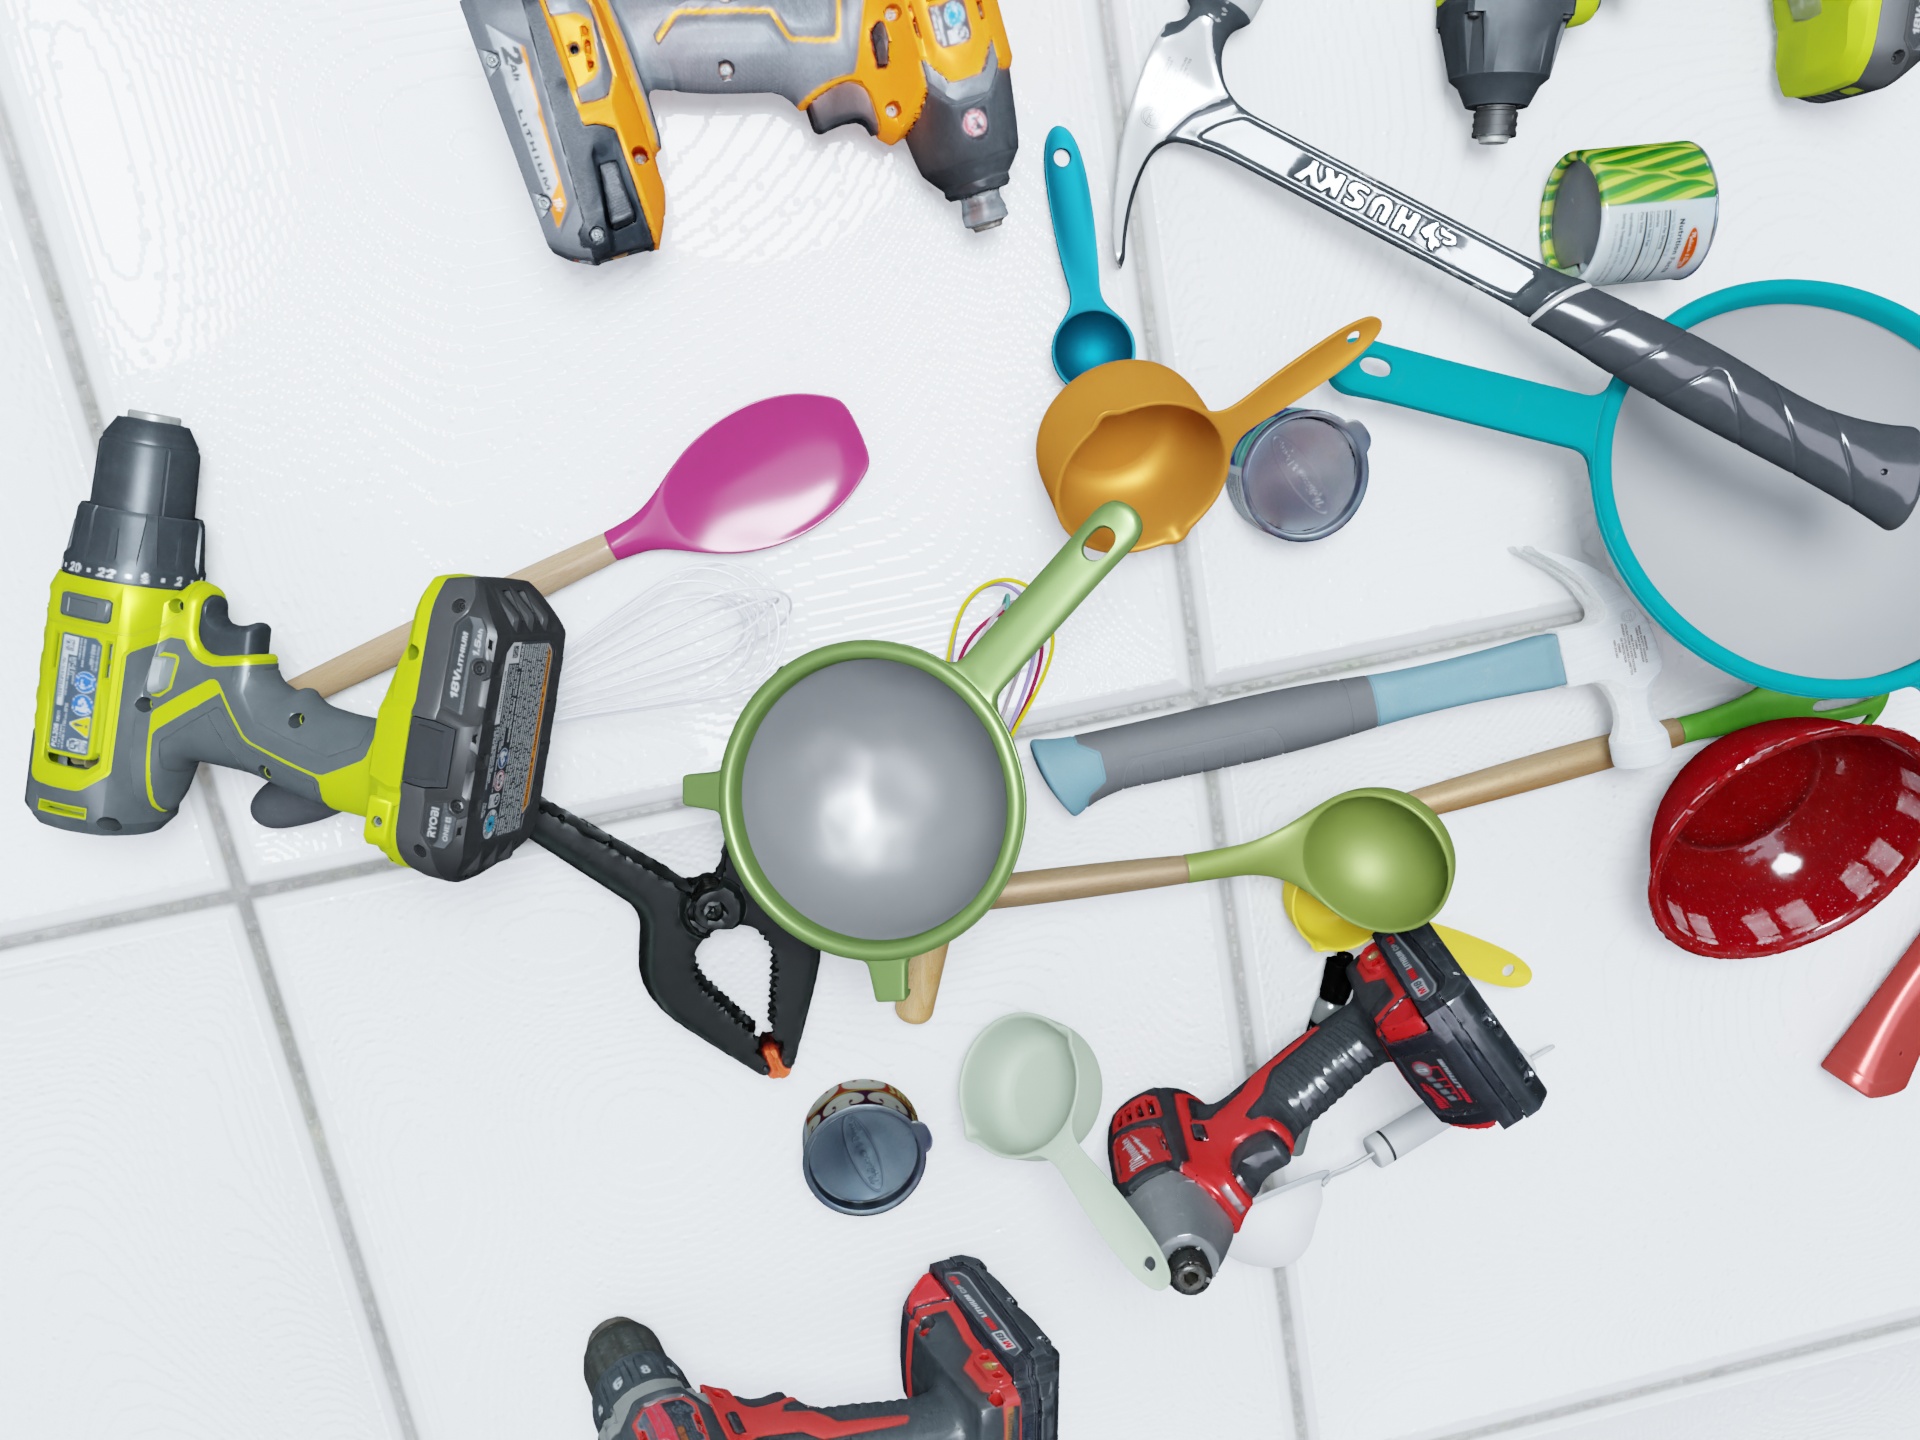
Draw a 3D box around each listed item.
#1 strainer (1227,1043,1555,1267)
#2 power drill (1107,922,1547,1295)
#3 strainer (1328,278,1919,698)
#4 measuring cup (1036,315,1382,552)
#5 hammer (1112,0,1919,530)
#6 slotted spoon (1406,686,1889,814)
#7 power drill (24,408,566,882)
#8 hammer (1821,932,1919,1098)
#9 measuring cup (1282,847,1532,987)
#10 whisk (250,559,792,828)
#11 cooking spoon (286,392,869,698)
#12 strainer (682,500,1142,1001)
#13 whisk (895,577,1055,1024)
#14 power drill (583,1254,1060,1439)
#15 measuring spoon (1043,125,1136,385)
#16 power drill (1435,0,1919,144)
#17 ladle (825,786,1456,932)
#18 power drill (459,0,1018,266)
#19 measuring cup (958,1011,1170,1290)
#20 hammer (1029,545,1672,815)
[{"bbox_3d":[0.229,0.246,0.891,0.258,0.086,0.050,-27,66,-10],"label":"strainer"},{"bbox_3d":[0.175,0.203,0.815,0.219,0.143,0.078,-35,102,10],"label":"power drill"},{"bbox_3d":[0.345,-0.122,0.803,0.340,0.095,0.211,16,78,5],"label":"strainer"},{"bbox_3d":[0.115,-0.152,0.761,0.173,0.052,0.095,-32,136,10],"label":"measuring cup"},{"bbox_3d":[0.259,-0.200,0.742,0.409,0.036,0.149,30,102,4],"label":"hammer"},{"bbox_3d":[0.369,0.015,0.871,0.313,0.031,0.070,-15,109,-3],"label":"slotted spoon"},{"bbox_3d":[-0.303,-0.030,0.716,0.228,0.080,0.190,12,96,8],"label":"power drill"},{"bbox_3d":[0.609,0.059,0.910,0.149,0.037,0.359,31,97,-14],"label":"hammer"},{"bbox_3d":[0.247,0.113,0.878,0.156,0.029,0.062,23,100,-15],"label":"measuring cup"},{"bbox_3d":[-0.214,-0.007,0.769,0.284,0.070,0.070,-22,106,3],"label":"whisk"},{"bbox_3d":[-0.193,-0.074,0.773,0.319,0.017,0.068,-25,111,-2],"label":"cooking spoon"},{"bbox_3d":[-0.001,-0.002,0.758,0.151,0.069,0.256,44,101,9],"label":"strainer"},{"bbox_3d":[0.003,0.046,0.819,0.047,0.051,0.245,8,106,-16],"label":"whisk"},{"bbox_3d":[-0.080,0.355,0.835,0.226,0.188,0.080,-7,106,-26],"label":"power drill"},{"bbox_3d":[0.056,-0.223,0.776,0.042,0.021,0.128,-10,96,-7],"label":"measuring spoon"},{"bbox_3d":[0.340,-0.360,0.751,0.223,0.080,0.171,0,103,-4],"label":"power drill"},{"bbox_3d":[0.091,0.083,0.802,0.320,0.062,0.078,-6,110,-6],"label":"ladle"},{"bbox_3d":[-0.086,-0.276,0.708,0.226,0.084,0.164,-20,106,-7],"label":"power drill"},{"bbox_3d":[0.063,0.223,0.818,0.083,0.168,0.038,-49,142,11],"label":"measuring cup"},{"bbox_3d":[0.201,-0.005,0.831,0.331,0.033,0.128,-13,95,-2],"label":"hammer"}]
